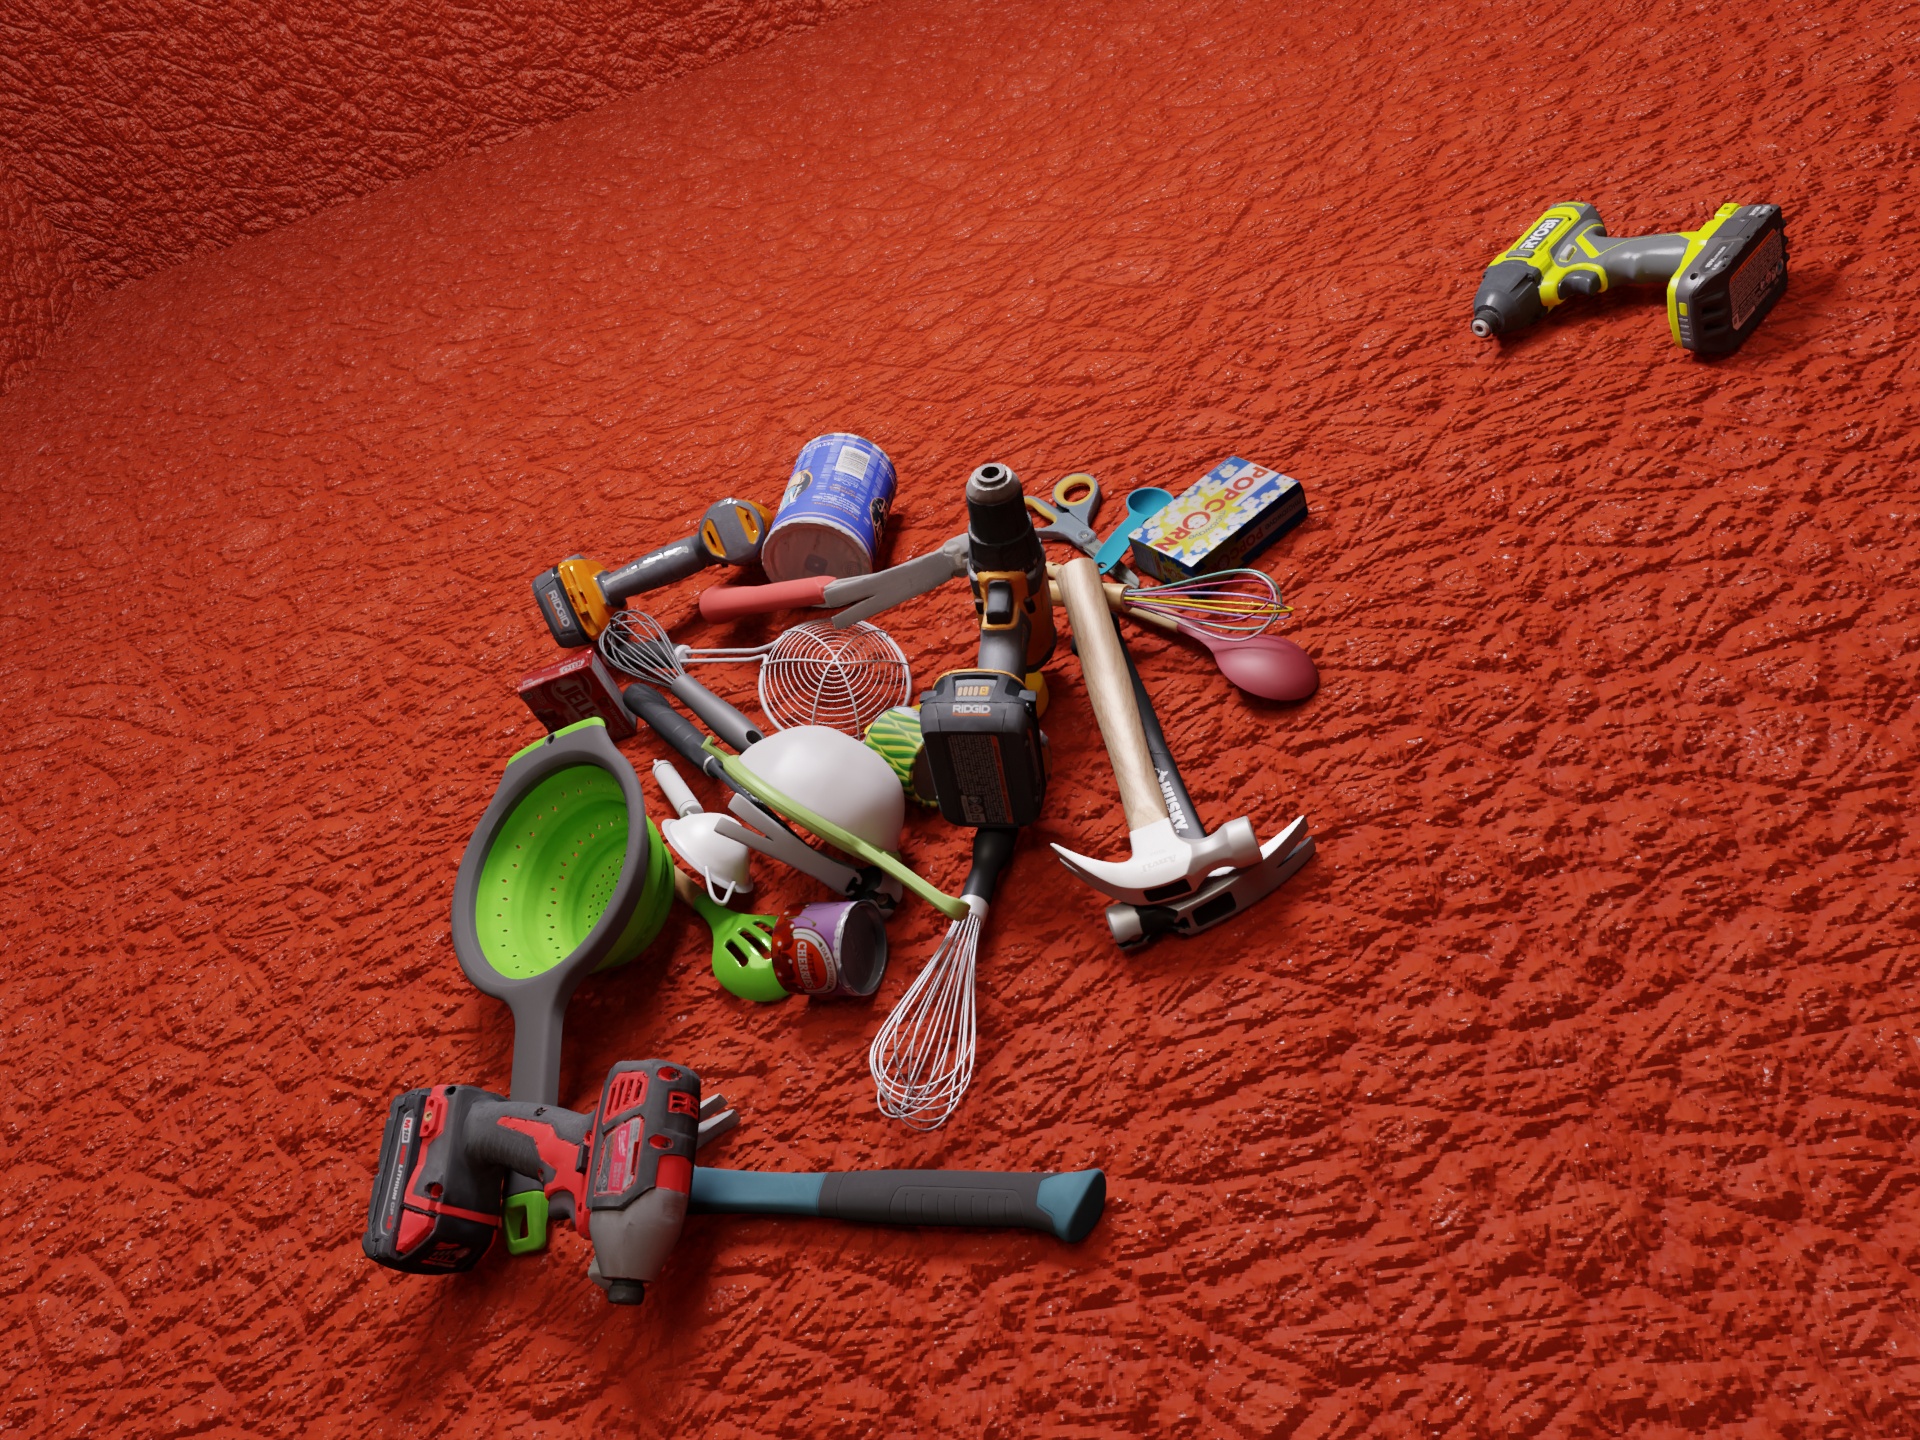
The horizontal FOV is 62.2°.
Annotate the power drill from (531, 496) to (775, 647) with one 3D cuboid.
[{"bbox_3d":[-0.283,-0.149,1.543,0.226,0.084,0.164,-23,4,4],"label":"power drill"}]

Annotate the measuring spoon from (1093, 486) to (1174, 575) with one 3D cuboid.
[{"bbox_3d":[0.144,-0.157,1.369,0.042,0.021,0.129,21,51,23],"label":"measuring spoon"}]

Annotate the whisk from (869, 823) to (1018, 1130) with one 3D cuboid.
[{"bbox_3d":[0.000,0.156,1.085,0.070,0.070,0.285,-6,38,24],"label":"whisk"}]

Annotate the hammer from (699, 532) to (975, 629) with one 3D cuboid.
[{"bbox_3d":[-0.137,-0.106,1.350,0.149,0.036,0.359,-26,14,-33],"label":"hammer"}]

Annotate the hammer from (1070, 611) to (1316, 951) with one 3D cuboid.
[{"bbox_3d":[0.144,0.021,1.167,0.146,0.035,0.335,-23,38,6],"label":"hammer"}]

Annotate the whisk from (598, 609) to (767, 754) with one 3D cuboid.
[{"bbox_3d":[-0.238,-0.030,1.379,0.055,0.055,0.239,-41,54,-17],"label":"whisk"}]

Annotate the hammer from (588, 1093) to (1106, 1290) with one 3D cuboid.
[{"bbox_3d":[-0.071,0.294,0.981,0.331,0.033,0.128,-6,44,24],"label":"hammer"}]

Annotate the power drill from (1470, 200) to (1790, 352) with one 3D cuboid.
[{"bbox_3d":[0.559,-0.374,1.348,0.171,0.080,0.223,-45,38,-22],"label":"power drill"}]

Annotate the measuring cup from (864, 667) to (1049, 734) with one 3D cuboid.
[{"bbox_3d":[-0.002,-0.004,1.285,0.156,0.029,0.062,-16,40,17],"label":"measuring cup"}]

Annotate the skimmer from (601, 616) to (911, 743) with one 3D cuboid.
[{"bbox_3d":[-0.198,-0.038,1.432,0.363,0.090,0.127,3,54,46],"label":"skimmer"}]

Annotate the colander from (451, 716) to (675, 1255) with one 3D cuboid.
[{"bbox_3d":[-0.282,0.196,1.180,0.204,0.094,0.397,-23,55,27],"label":"colander"}]

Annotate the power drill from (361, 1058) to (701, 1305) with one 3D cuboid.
[{"bbox_3d":[-0.265,0.294,1.004,0.220,0.078,0.143,-11,62,26],"label":"power drill"}]

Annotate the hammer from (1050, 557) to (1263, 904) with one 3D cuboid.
[{"bbox_3d":[0.111,-0.004,1.141,0.130,0.031,0.332,-22,43,10],"label":"hammer"}]

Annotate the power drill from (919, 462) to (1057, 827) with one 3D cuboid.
[{"bbox_3d":[0.026,-0.059,1.160,0.084,0.185,0.226,0,47,11],"label":"power drill"}]

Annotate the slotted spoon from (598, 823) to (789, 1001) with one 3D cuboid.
[{"bbox_3d":[-0.218,0.134,1.251,0.070,0.031,0.314,-36,37,-22],"label":"slotted spoon"}]

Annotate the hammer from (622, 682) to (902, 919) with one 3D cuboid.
[{"bbox_3d":[-0.195,0.042,1.280,0.036,0.149,0.409,-58,35,0],"label":"hammer"}]

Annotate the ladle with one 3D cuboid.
[{"bbox_3d":[0.163,-0.083,1.278,0.069,0.031,0.316,-23,31,-27],"label":"ladle"}]

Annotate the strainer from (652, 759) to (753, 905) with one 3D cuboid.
[{"bbox_3d":[-0.215,0.075,1.285,0.050,0.086,0.259,-54,30,2],"label":"strainer"}]

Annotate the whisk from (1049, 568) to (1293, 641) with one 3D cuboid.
[{"bbox_3d":[0.146,-0.095,1.239,0.245,0.051,0.047,8,41,40],"label":"whisk"}]

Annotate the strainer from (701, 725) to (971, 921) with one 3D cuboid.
[{"bbox_3d":[-0.063,0.062,1.134,0.257,0.151,0.069,29,89,47],"label":"strainer"}]
